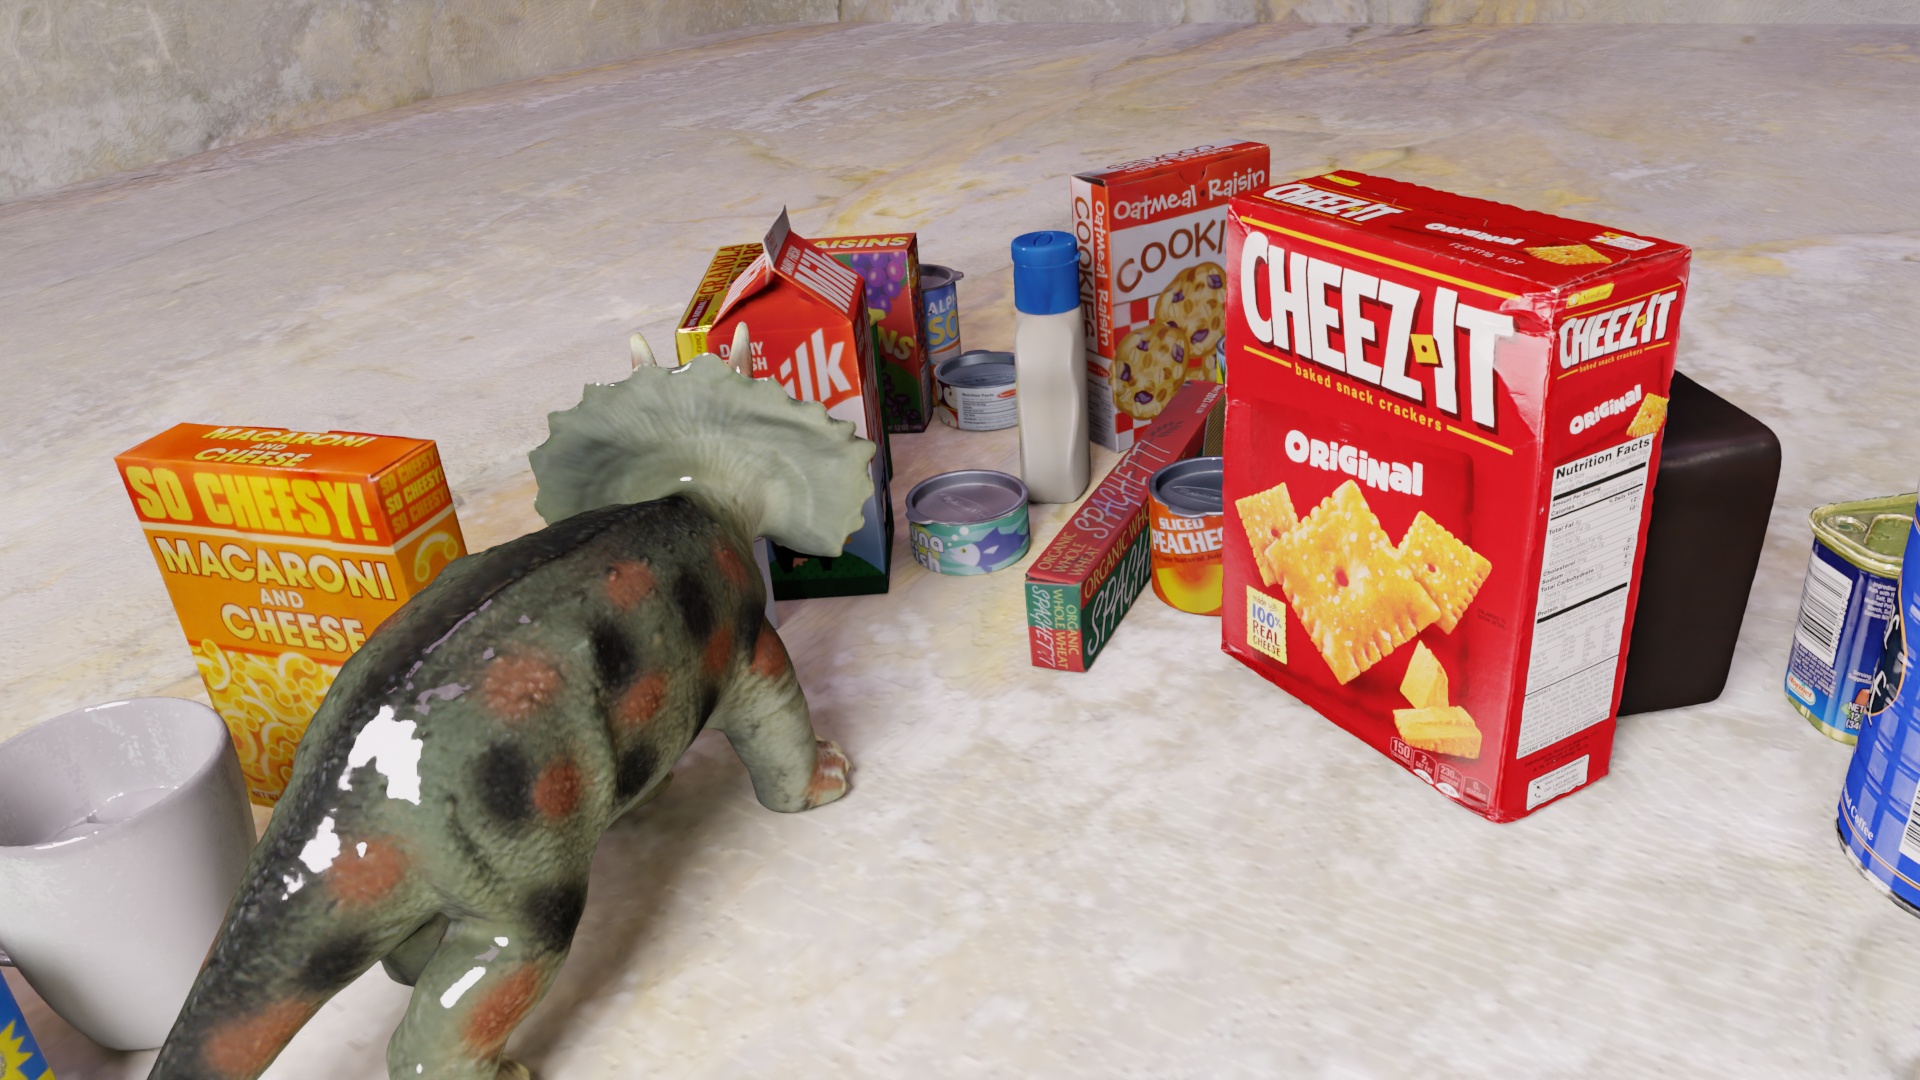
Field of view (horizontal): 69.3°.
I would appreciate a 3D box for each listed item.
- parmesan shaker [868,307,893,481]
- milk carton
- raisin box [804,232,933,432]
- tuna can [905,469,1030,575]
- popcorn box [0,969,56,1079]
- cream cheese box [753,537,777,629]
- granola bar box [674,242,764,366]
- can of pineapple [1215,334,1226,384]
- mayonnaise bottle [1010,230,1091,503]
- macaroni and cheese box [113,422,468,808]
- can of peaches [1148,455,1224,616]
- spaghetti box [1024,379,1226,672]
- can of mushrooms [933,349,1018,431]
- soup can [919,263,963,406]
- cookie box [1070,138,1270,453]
[{"bbox_3d":[-0.074,-0.082,0.824,0.071,0.102,0.071,-4,27,2],"label":"parmesan shaker"},{"bbox_3d":[-0.080,-0.069,0.705,0.073,0.189,0.073,-4,27,3],"label":"milk carton"},{"bbox_3d":[-0.066,-0.133,0.898,0.086,0.122,0.040,0,27,9],"label":"raisin box"},{"bbox_3d":[0.003,-0.009,0.746,0.071,0.032,0.071,-4,27,2],"label":"tuna can"},{"bbox_3d":[-0.338,0.156,0.430,0.127,0.084,0.038,8,30,25],"label":"popcorn box"},{"bbox_3d":[-0.138,0.036,0.662,0.104,0.053,0.024,-25,33,-34],"label":"cream cheese box"},{"bbox_3d":[-0.132,-0.097,0.840,0.039,0.123,0.166,-5,27,2],"label":"granola bar box"},{"bbox_3d":[0.189,-0.093,0.847,0.071,0.057,0.071,-4,27,2],"label":"can of pineapple"},{"bbox_3d":[0.051,-0.098,0.784,0.041,0.147,0.065,1,28,12],"label":"mayonnaise bottle"},{"bbox_3d":[-0.250,0.037,0.557,0.124,0.165,0.040,5,29,18],"label":"macaroni and cheese box"},{"bbox_3d":[0.125,-0.002,0.683,0.071,0.057,0.071,-4,27,2],"label":"can of peaches"},{"bbox_3d":[0.094,-0.016,0.724,0.029,0.050,0.251,8,30,24],"label":"spaghetti box"},{"bbox_3d":[0.017,-0.100,0.918,0.071,0.033,0.071,-4,27,2],"label":"can of mushrooms"},{"bbox_3d":[-0.030,-0.140,0.948,0.071,0.083,0.072,-4,27,2],"label":"soup can"},{"bbox_3d":[0.131,-0.151,0.850,0.123,0.166,0.040,-19,30,-26],"label":"cookie box"}]
